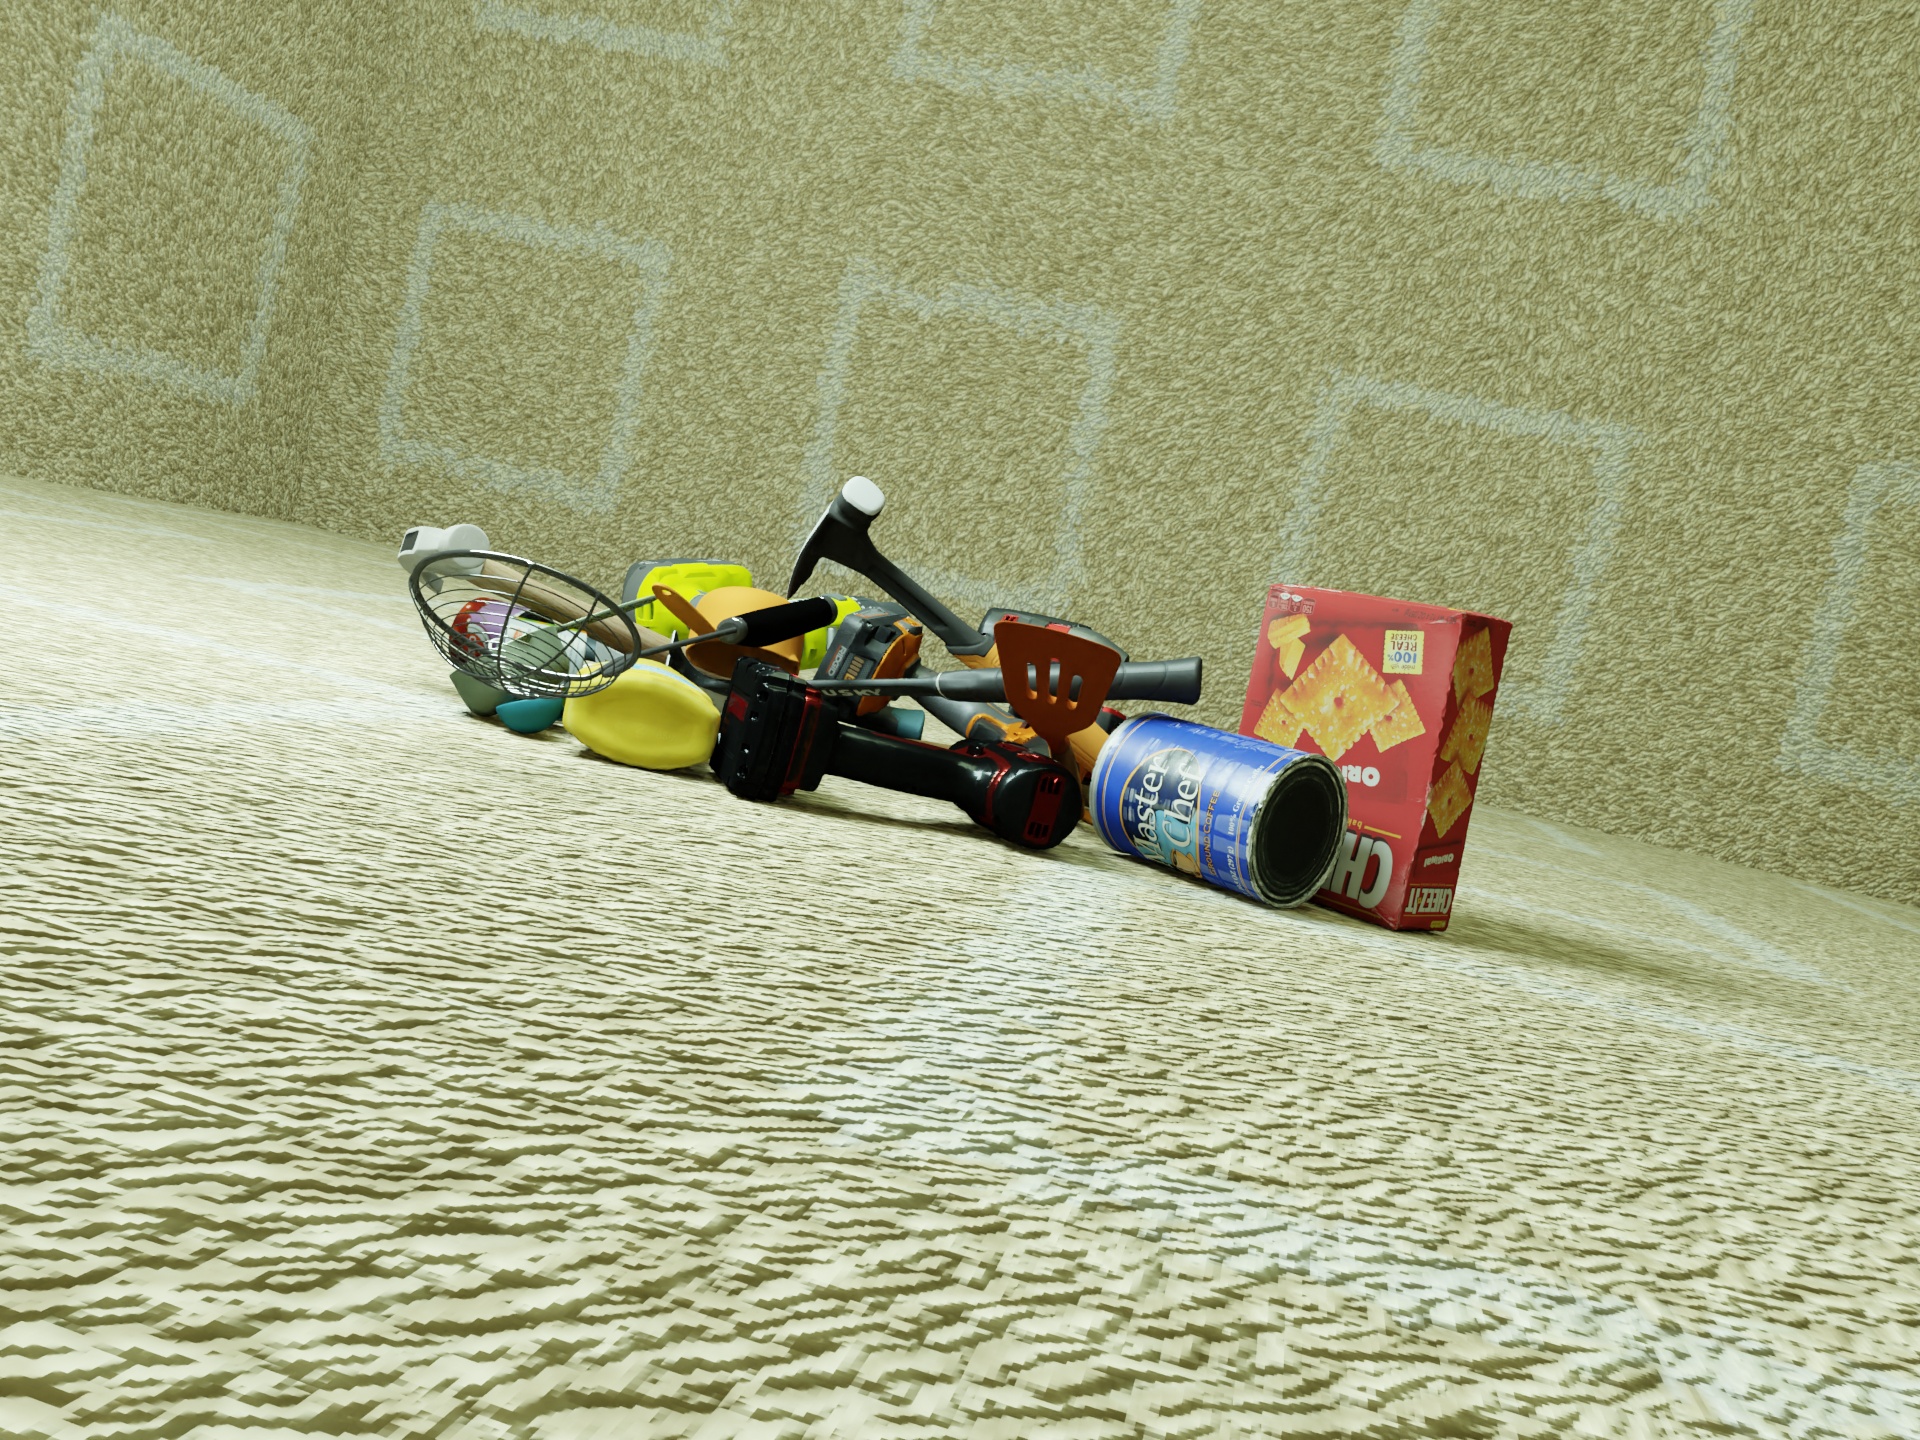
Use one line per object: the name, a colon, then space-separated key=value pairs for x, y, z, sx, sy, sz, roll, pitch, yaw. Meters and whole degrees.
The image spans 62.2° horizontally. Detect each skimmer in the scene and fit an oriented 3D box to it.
skimmer: x=-0.181 y=-0.077 z=0.989 sx=0.127 sy=0.090 sz=0.363 roll=-4 pitch=9 yaw=27

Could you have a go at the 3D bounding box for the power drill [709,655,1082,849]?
power drill: x=-0.046 y=0.024 z=1.061 sx=0.226 sy=0.080 sz=0.188 roll=15 pitch=3 yaw=-18

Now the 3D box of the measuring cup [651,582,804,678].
measuring cup: x=-0.177 y=-0.082 z=1.178 sx=0.095 sy=0.052 sz=0.173 roll=0 pitch=-22 yaw=22

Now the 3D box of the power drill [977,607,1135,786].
power drill: x=0.094 y=-0.018 z=1.413 sx=0.143 sy=0.079 sz=0.219 roll=14 pitch=-24 yaw=15

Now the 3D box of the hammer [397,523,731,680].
hammer: x=-0.273 y=-0.071 z=1.217 sx=0.331 sy=0.031 sz=0.130 roll=26 pitch=-15 yaw=-40

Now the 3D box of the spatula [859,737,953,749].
spatula: x=-0.040 y=0.017 z=1.397 sx=0.082 sy=0.044 sz=0.317 roll=44 pitch=19 yaw=31

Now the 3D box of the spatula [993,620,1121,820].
spatula: x=0.073 y=0.015 z=1.094 sx=0.081 sy=0.041 sz=0.322 roll=15 pitch=-15 yaw=12

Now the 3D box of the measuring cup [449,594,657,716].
measuring cup: x=-0.268 y=-0.047 z=1.095 sx=0.167 sy=0.038 sz=0.083 roll=-27 pitch=4 yaw=-39

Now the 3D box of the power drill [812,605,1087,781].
power drill: x=-0.002 y=-0.004 z=1.277 sx=0.226 sy=0.084 sz=0.164 roll=29 pitch=12 yaw=4

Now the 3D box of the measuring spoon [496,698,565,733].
measuring spoon: x=-0.279 y=0.001 z=1.071 sx=0.042 sy=0.021 sz=0.128 roll=-10 pitch=-4 yaw=-3

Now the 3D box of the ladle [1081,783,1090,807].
ladle: x=0.129 y=0.071 z=1.320 sx=0.069 sy=0.031 sz=0.316 roll=14 pitch=1 yaw=-38

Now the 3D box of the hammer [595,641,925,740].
hammer: x=-0.188 y=-0.035 z=1.487 sx=0.331 sy=0.033 sz=0.128 roll=16 pitch=23 yaw=11

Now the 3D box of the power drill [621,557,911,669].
power drill: x=-0.175 y=-0.093 z=1.429 sx=0.229 sy=0.080 sz=0.190 roll=15 pitch=16 yaw=39

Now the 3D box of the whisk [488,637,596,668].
whisk: x=-0.309 y=-0.035 z=1.307 sx=0.059 sy=0.058 sz=0.246 roll=50 pitch=12 yaw=15

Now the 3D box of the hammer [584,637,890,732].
hammer: x=-0.265 y=-0.044 z=1.588 sx=0.386 sy=0.038 sz=0.143 roll=13 pitch=5 yaw=4

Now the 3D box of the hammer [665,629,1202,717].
hammer: x=-0.025 y=-0.027 z=1.140 sx=0.409 sy=0.036 sz=0.149 roll=-1 pitch=-21 yaw=23

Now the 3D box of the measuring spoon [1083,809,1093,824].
measuring spoon: x=0.107 y=0.076 z=1.260 sx=0.021 sy=0.011 sz=0.117 roll=12 pitch=4 yaw=-15

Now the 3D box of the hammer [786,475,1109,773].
hammer: x=0.022 y=-0.036 z=1.189 sx=0.337 sy=0.034 sz=0.127 roll=39 pitch=-41 yaw=-2
